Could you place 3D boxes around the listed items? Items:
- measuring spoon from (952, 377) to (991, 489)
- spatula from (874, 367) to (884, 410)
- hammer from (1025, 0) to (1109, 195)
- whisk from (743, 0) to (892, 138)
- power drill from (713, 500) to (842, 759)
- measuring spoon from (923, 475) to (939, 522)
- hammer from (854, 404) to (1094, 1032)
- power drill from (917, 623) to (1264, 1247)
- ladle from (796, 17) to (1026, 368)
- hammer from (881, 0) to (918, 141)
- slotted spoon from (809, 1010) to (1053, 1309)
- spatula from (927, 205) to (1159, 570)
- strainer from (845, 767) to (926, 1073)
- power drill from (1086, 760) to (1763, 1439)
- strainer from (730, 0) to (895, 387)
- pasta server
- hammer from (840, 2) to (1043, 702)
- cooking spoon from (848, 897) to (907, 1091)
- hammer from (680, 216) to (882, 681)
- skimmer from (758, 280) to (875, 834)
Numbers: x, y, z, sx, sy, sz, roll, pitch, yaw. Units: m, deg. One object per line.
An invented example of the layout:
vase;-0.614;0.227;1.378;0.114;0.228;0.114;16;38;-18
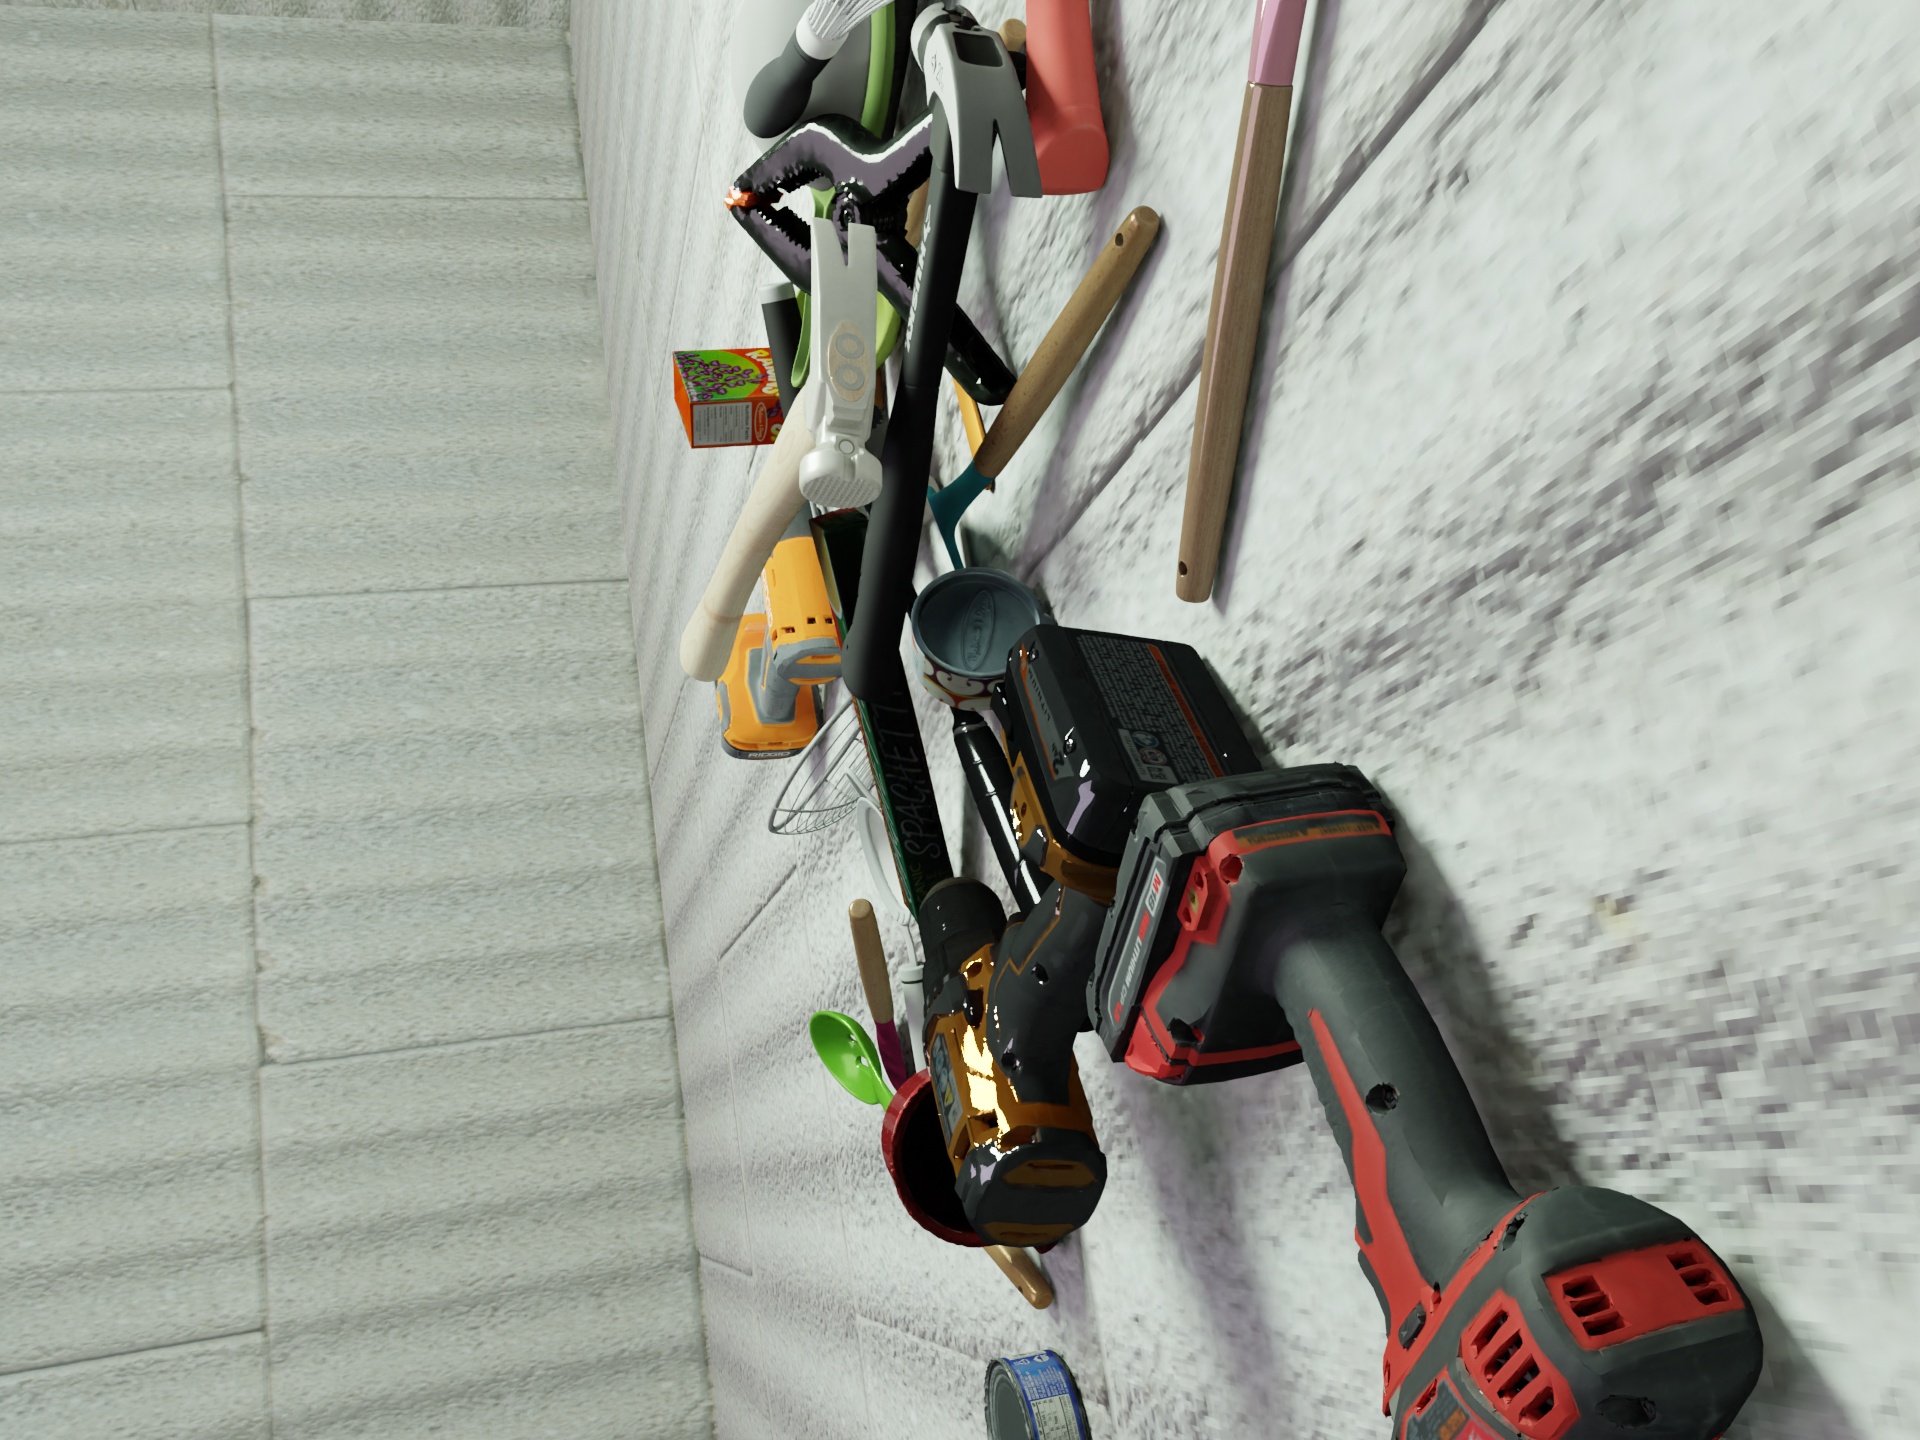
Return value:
measuring spoon;0.000;-0.174;0.878;0.021;0.011;0.117;112;149;-56
spatula;-0.078;-0.303;1.054;0.081;0.041;0.322;-16;-80;-83
hammer;0.034;-0.404;0.661;0.149;0.036;0.359;-158;65;-72
whisk;-0.054;-0.334;0.733;0.284;0.070;0.070;169;96;-65
power drill;-0.144;-0.076;1.278;0.226;0.084;0.164;126;137;-60
measuring spoon;-0.029;-0.137;0.991;0.124;0.018;0.034;-162;59;-79
hammer;-0.001;-0.003;0.867;0.149;0.036;0.409;85;166;-46
power drill;0.035;0.072;0.651;0.186;0.084;0.226;-108;29;-54
ladle;-0.033;-0.283;0.888;0.320;0.062;0.078;141;113;-67
hammer;-0.031;-0.432;0.875;0.330;0.033;0.128;106;153;-51
slotted spoon;-0.023;0.265;0.988;0.314;0.031;0.070;35;141;58
spatula;0.031;-0.139;0.764;0.317;0.044;0.082;-50;54;60
strainer;-0.029;0.153;1.019;0.087;0.050;0.258;-175;75;-70
power drill;0.117;0.144;0.469;0.227;0.080;0.187;-116;26;-44
strainer;-0.099;-0.321;0.912;0.152;0.069;0.256;-139;53;-60
pasta server;0.092;-0.182;0.525;0.060;0.040;0.316;46;140;49
hammer;-0.020;-0.147;0.754;0.146;0.035;0.334;-106;22;-49
cooking spoon;-0.053;0.181;1.032;0.318;0.017;0.069;88;168;-61
hammer;-0.116;-0.121;0.924;0.410;0.038;0.146;138;134;-65
skimmer;-0.111;-0.097;1.042;0.127;0.090;0.363;-45;-51;-58
